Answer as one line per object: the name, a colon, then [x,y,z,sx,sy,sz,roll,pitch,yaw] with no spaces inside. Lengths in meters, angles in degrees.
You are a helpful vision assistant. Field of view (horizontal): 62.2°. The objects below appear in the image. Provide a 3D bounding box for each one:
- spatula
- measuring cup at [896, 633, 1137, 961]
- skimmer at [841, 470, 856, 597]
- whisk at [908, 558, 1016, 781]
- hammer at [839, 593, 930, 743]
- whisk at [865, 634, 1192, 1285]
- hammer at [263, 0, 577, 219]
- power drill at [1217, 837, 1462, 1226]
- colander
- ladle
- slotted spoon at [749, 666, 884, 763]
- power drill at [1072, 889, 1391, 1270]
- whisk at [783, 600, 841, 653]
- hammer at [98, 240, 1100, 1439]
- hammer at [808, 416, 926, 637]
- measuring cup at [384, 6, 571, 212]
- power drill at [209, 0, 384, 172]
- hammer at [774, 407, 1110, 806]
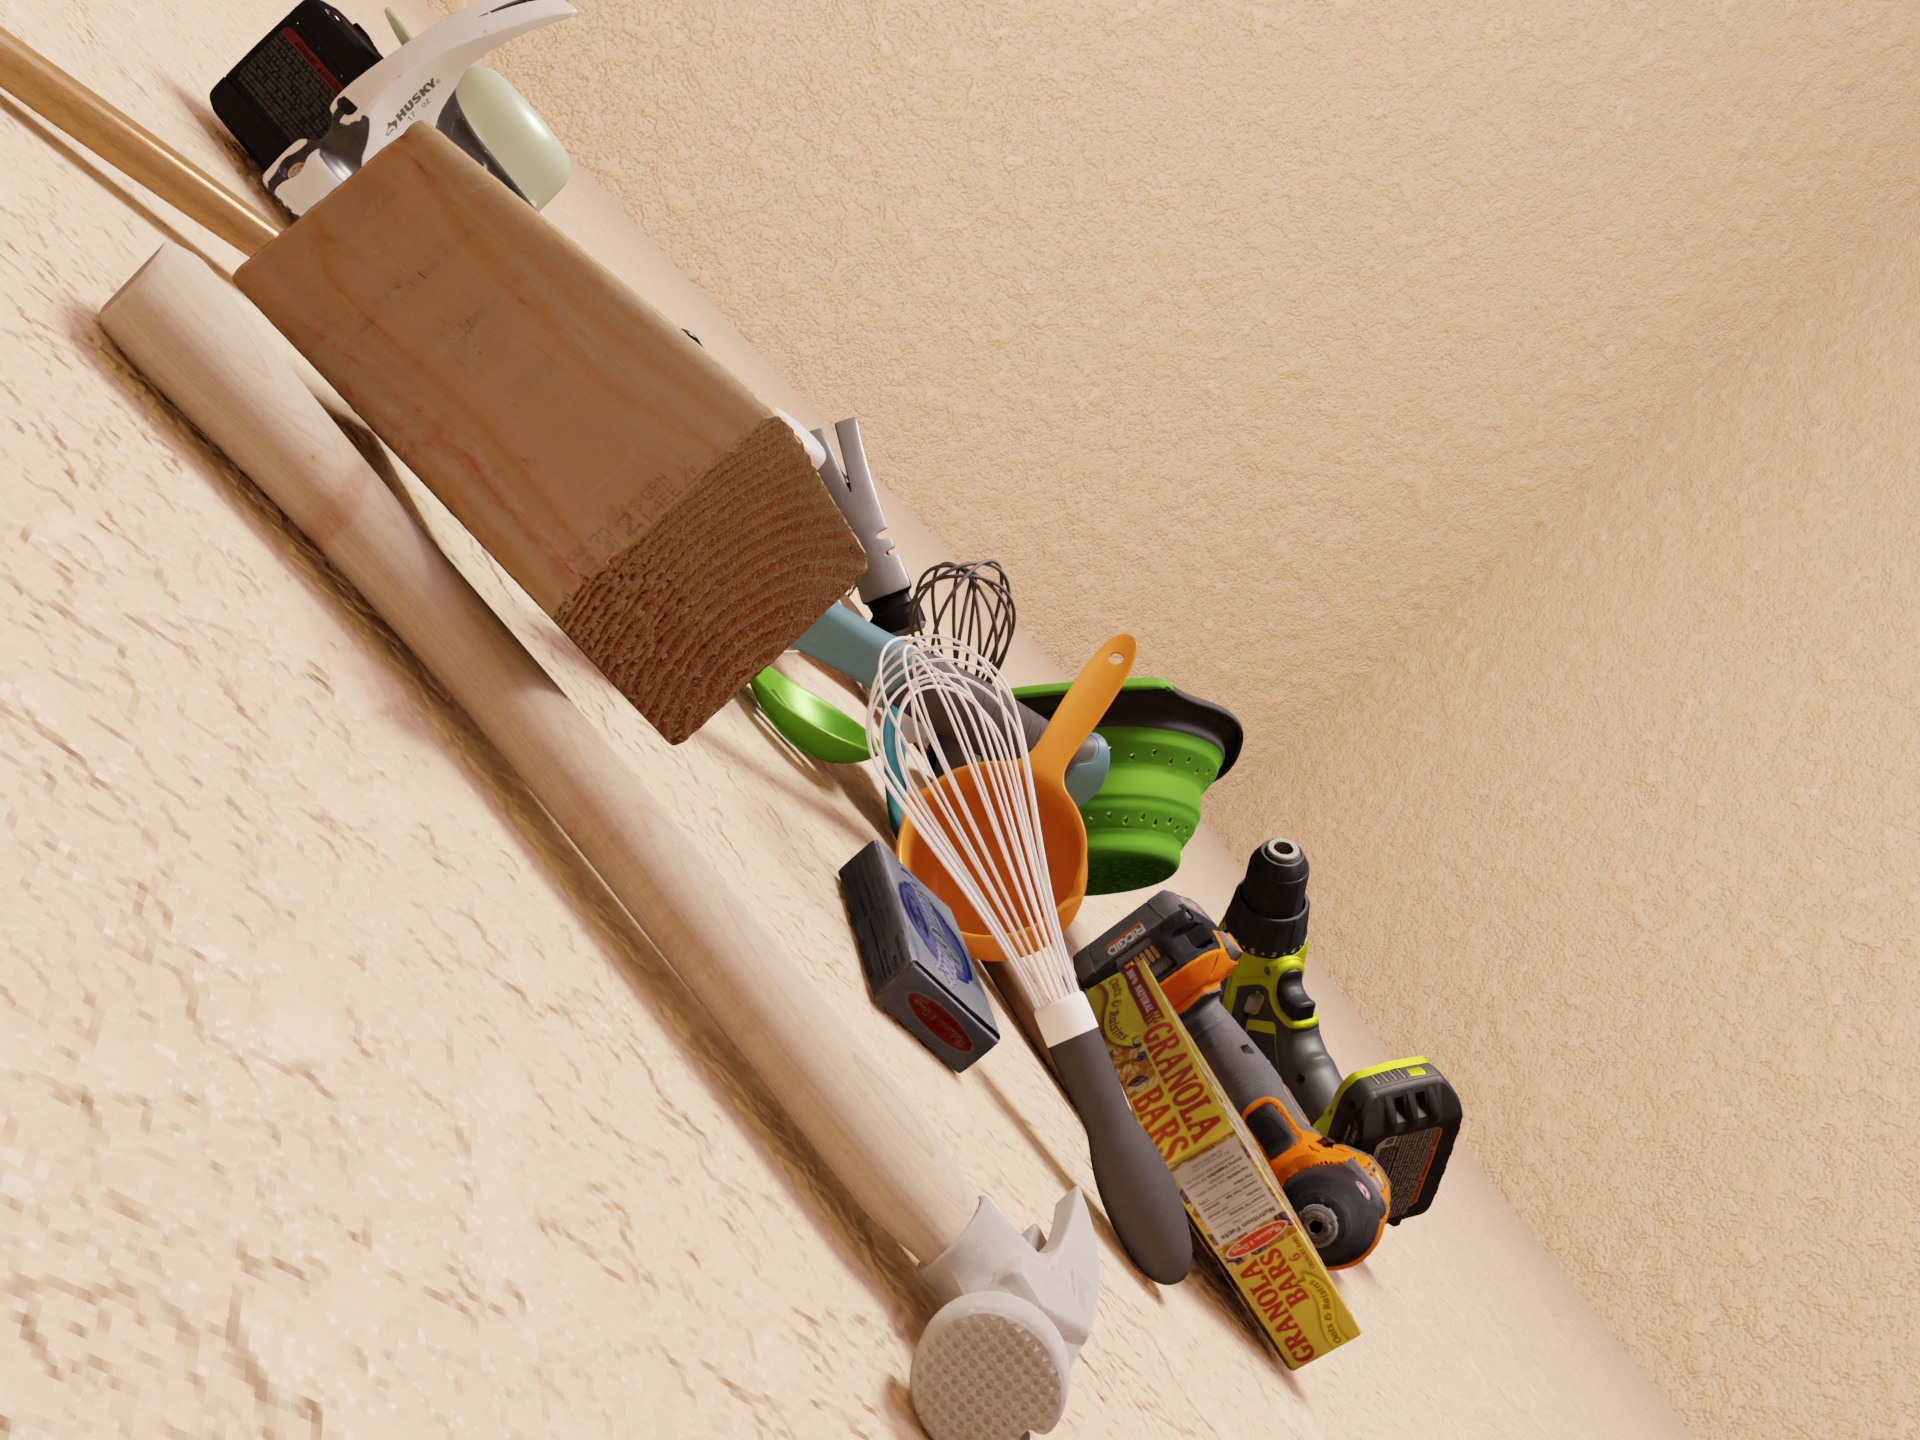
spatula: [0.021,0.100,0.786,0.318,0.044,0.082,55,-16,33]
measuring cup: [0.039,0.036,0.759,0.095,0.174,0.052,27,-22,18]
skimmer: [-0.162,-0.152,1.093,0.363,0.090,0.127,2,66,-66]
whisk: [-0.001,-0.002,0.852,0.055,0.055,0.238,52,-23,30]
hammer: [-0.132,-0.107,0.937,0.143,0.038,0.385,51,4,32]
whisk: [0.031,0.092,0.653,0.285,0.070,0.070,67,11,11]
hammer: [-0.181,-0.206,0.841,0.036,0.149,0.408,42,-4,24]
power drill: [0.240,0.210,1.080,0.229,0.080,0.190,-119,-153,-49]
colander: [0.089,0.084,1.094,0.396,0.204,0.095,75,12,-70]
ladle: [-0.256,-0.181,0.592,0.062,0.078,0.319,6,-21,42]
slotted spoon: [-0.158,-0.084,0.780,0.313,0.031,0.070,45,6,-9]
power drill: [0.162,0.210,0.916,0.227,0.084,0.164,55,8,18]
whisk: [-0.155,-0.111,0.733,0.246,0.059,0.058,37,51,-10]
hammer: [-0.106,0.021,0.469,0.411,0.038,0.146,49,5,6]
hammer: [-0.058,-0.107,1.048,0.337,0.034,0.127,180,-110,-89]
measuring cup: [-0.240,-0.313,0.790,0.083,0.038,0.167,47,-4,7]
power drill: [-0.287,-0.276,0.841,0.185,0.084,0.226,48,3,17]
hammer: [-0.022,-0.020,0.732,0.330,0.128,0.033,29,20,-51]
